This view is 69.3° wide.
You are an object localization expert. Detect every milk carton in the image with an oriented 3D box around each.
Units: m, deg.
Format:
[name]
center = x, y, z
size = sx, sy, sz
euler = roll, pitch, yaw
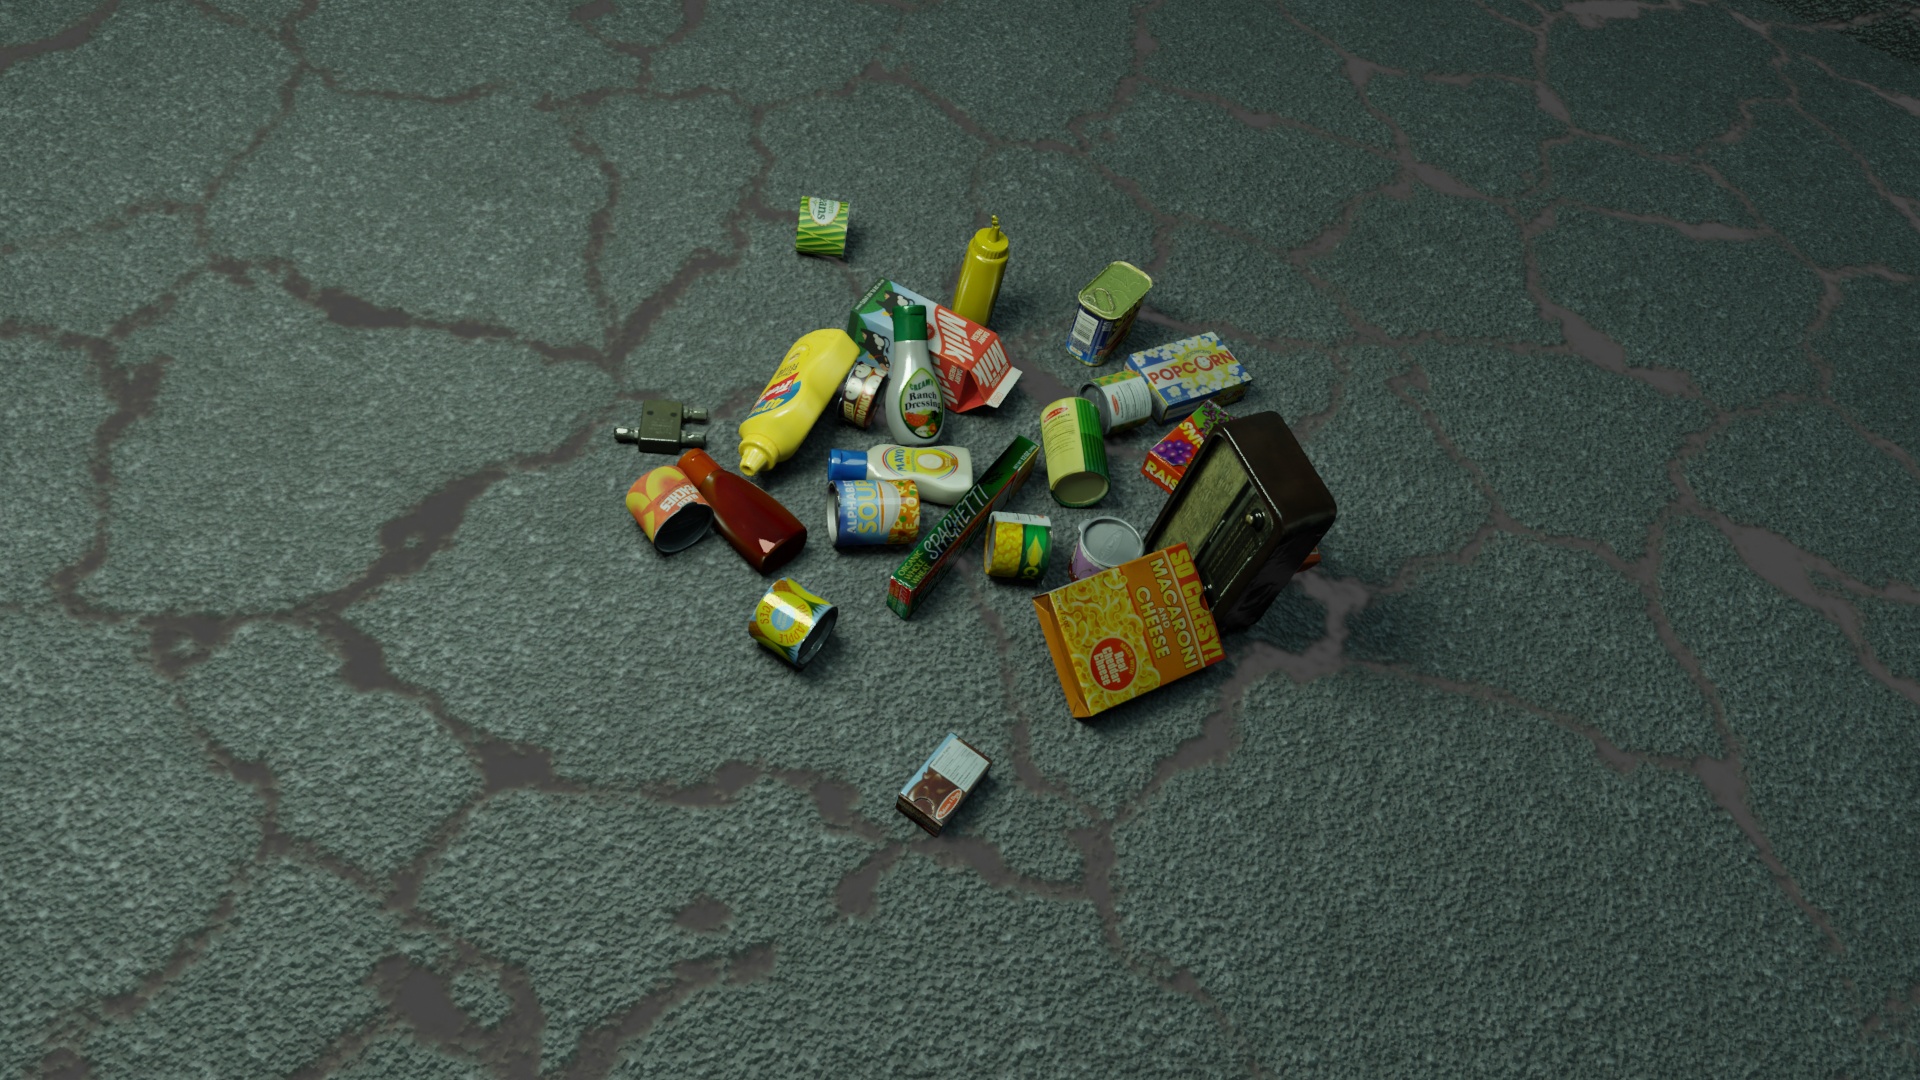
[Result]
[milk carton]
center = -0.029, -0.210, 1.545
size = 0.191, 0.073, 0.073
euler = 27, 51, 8

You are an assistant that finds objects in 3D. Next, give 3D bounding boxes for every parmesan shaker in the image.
[parmesan shaker]
center = 0.122, -0.093, 1.497
size = 0.071, 0.071, 0.103
euler = 3, 53, -11

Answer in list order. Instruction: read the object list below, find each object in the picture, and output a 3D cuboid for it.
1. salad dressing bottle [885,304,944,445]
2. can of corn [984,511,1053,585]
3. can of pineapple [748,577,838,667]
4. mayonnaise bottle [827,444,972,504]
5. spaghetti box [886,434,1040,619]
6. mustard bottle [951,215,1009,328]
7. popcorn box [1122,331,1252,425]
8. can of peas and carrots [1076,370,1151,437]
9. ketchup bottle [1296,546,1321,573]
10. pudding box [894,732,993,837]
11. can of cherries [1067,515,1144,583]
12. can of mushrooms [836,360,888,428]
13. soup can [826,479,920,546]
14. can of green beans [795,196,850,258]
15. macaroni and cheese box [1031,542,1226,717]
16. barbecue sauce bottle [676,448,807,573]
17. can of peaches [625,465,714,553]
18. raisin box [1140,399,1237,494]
[salad dressing bottle]
center = -0.050, -0.176, 1.478
size = 0.064, 0.044, 0.147
euler = -6, 95, -29
[can of corn]
center = 0.057, 0.008, 1.400
size = 0.058, 0.070, 0.071
euler = 6, 51, -8
[can of pineapple]
center = -0.156, 0.076, 1.292
size = 0.058, 0.070, 0.071
euler = 30, 52, 12
[mayonnaise bottle]
center = -0.063, -0.072, 1.449
size = 0.148, 0.041, 0.065
euler = 4, 52, -11
[spaghetti box]
center = 0.005, -0.018, 1.417
size = 0.029, 0.049, 0.251
euler = 31, 52, 14
[mustard bottle]
center = 0.025, -0.304, 1.577
size = 0.049, 0.159, 0.065
euler = 12, 52, -6
[popcorn box]
center = 0.264, -0.190, 1.622
size = 0.127, 0.038, 0.085
euler = -18, 58, -25
[can of peas and carrots]
center = 0.171, -0.153, 1.555
size = 0.059, 0.070, 0.071
euler = -17, 58, -25
[ketchup bottle]
center = 0.332, -0.036, 1.489
size = 0.065, 0.043, 0.149
euler = -7, 70, -29
[pudding box]
center = -0.015, 0.217, 1.239
size = 0.050, 0.030, 0.084
euler = 34, 53, 12
[can of cherries]
center = 0.146, 0.016, 1.418
size = 0.071, 0.058, 0.072
euler = 6, 52, -8
[can of mushrooms]
center = -0.105, -0.154, 1.488
size = 0.033, 0.070, 0.071
euler = 23, 51, 4
[soup can]
center = -0.087, -0.029, 1.390
size = 0.084, 0.071, 0.071
euler = -2, 53, -15
[can of green beans]
center = -0.163, -0.371, 1.646
size = 0.058, 0.071, 0.071
euler = 7, 51, -7
[macaroni and cheese box]
center = 0.166, 0.085, 1.345
size = 0.167, 0.040, 0.123
euler = -19, 89, -26
[barbecue sauce bottle]
center = -0.223, -0.034, 1.380
size = 0.149, 0.043, 0.065
euler = 41, 54, 20
[can of peaches]
center = -0.282, -0.032, 1.347
size = 0.071, 0.070, 0.058
euler = -26, 61, -29
[raisin box]
center = 0.272, -0.094, 1.547
size = 0.086, 0.039, 0.124
euler = 40, 55, 17
